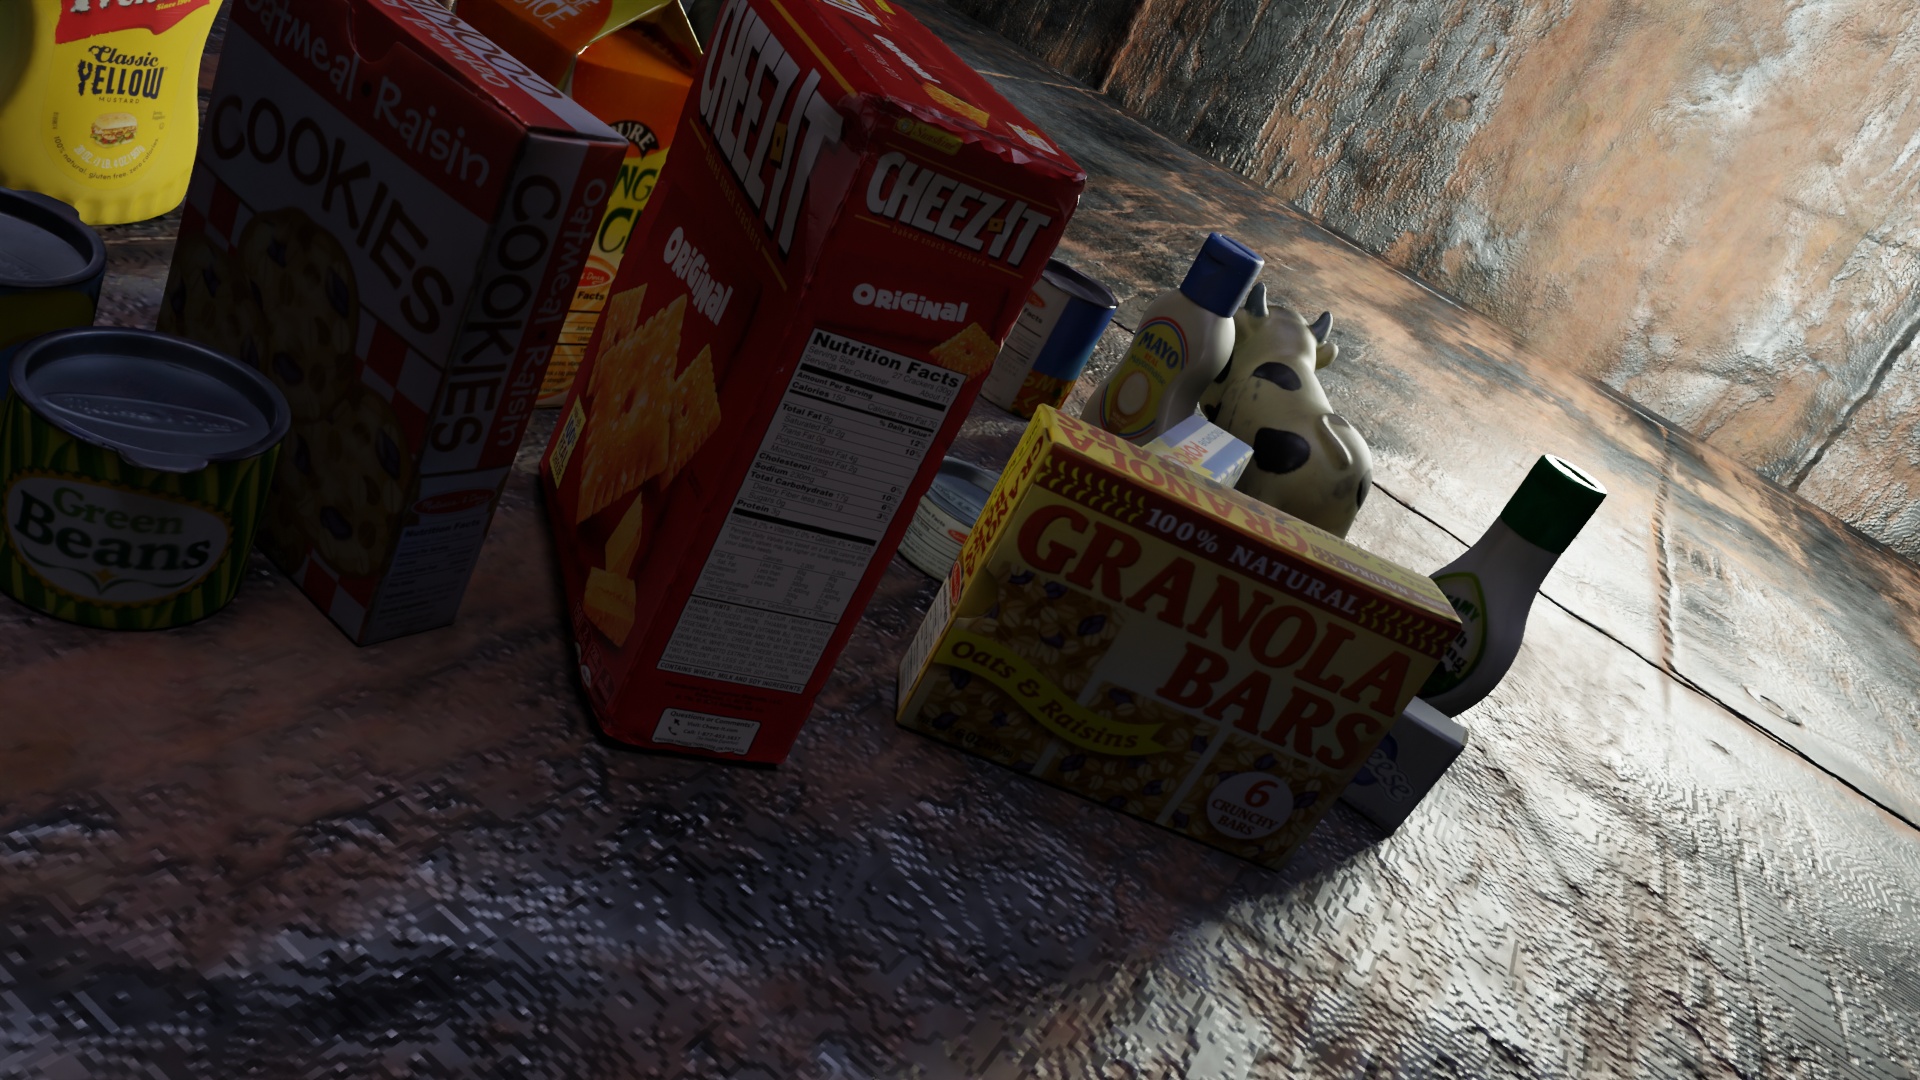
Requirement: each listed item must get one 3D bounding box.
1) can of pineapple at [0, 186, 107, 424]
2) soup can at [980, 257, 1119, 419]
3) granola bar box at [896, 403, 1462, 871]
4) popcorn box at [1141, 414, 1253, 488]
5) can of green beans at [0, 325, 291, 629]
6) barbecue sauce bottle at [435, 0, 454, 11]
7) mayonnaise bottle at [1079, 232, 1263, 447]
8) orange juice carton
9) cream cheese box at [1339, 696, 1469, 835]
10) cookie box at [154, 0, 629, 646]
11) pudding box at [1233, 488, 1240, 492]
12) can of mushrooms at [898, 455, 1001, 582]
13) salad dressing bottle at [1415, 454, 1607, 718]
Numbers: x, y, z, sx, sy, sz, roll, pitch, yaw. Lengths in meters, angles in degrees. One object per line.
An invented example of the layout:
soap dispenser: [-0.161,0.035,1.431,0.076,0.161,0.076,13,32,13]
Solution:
can of pineapple: [-0.293,-0.068,0.410,0.071,0.057,0.071,23,24,-11]
soup can: [0.051,-0.125,0.856,0.071,0.083,0.071,23,24,-11]
granola bar box: [0.076,0.040,0.507,0.165,0.123,0.039,23,24,-12]
popcorn box: [0.092,-0.007,0.666,0.038,0.085,0.127,34,24,12]
can of green beans: [-0.226,-0.017,0.381,0.071,0.057,0.071,23,24,-11]
barbecue sauce bottle: [-0.265,-0.237,0.664,0.044,0.148,0.065,18,26,-22]
mayonnaise bottle: [0.128,-0.111,0.832,0.041,0.147,0.065,0,36,-47]
orange juice carton: [-0.163,-0.151,0.548,0.072,0.191,0.073,40,26,24]
cream cheese box: [0.162,0.077,0.611,0.104,0.053,0.024,34,24,13]
cookie box: [-0.178,-0.073,0.409,0.123,0.166,0.040,38,25,20]
pudding box: [0.143,0.000,0.750,0.084,0.049,0.030,30,24,4]
can of mushrooms: [0.002,-0.008,0.635,0.071,0.033,0.071,23,24,-11]
salad dressing bottle: [0.272,0.025,0.715,0.044,0.147,0.064,8,31,-39]
